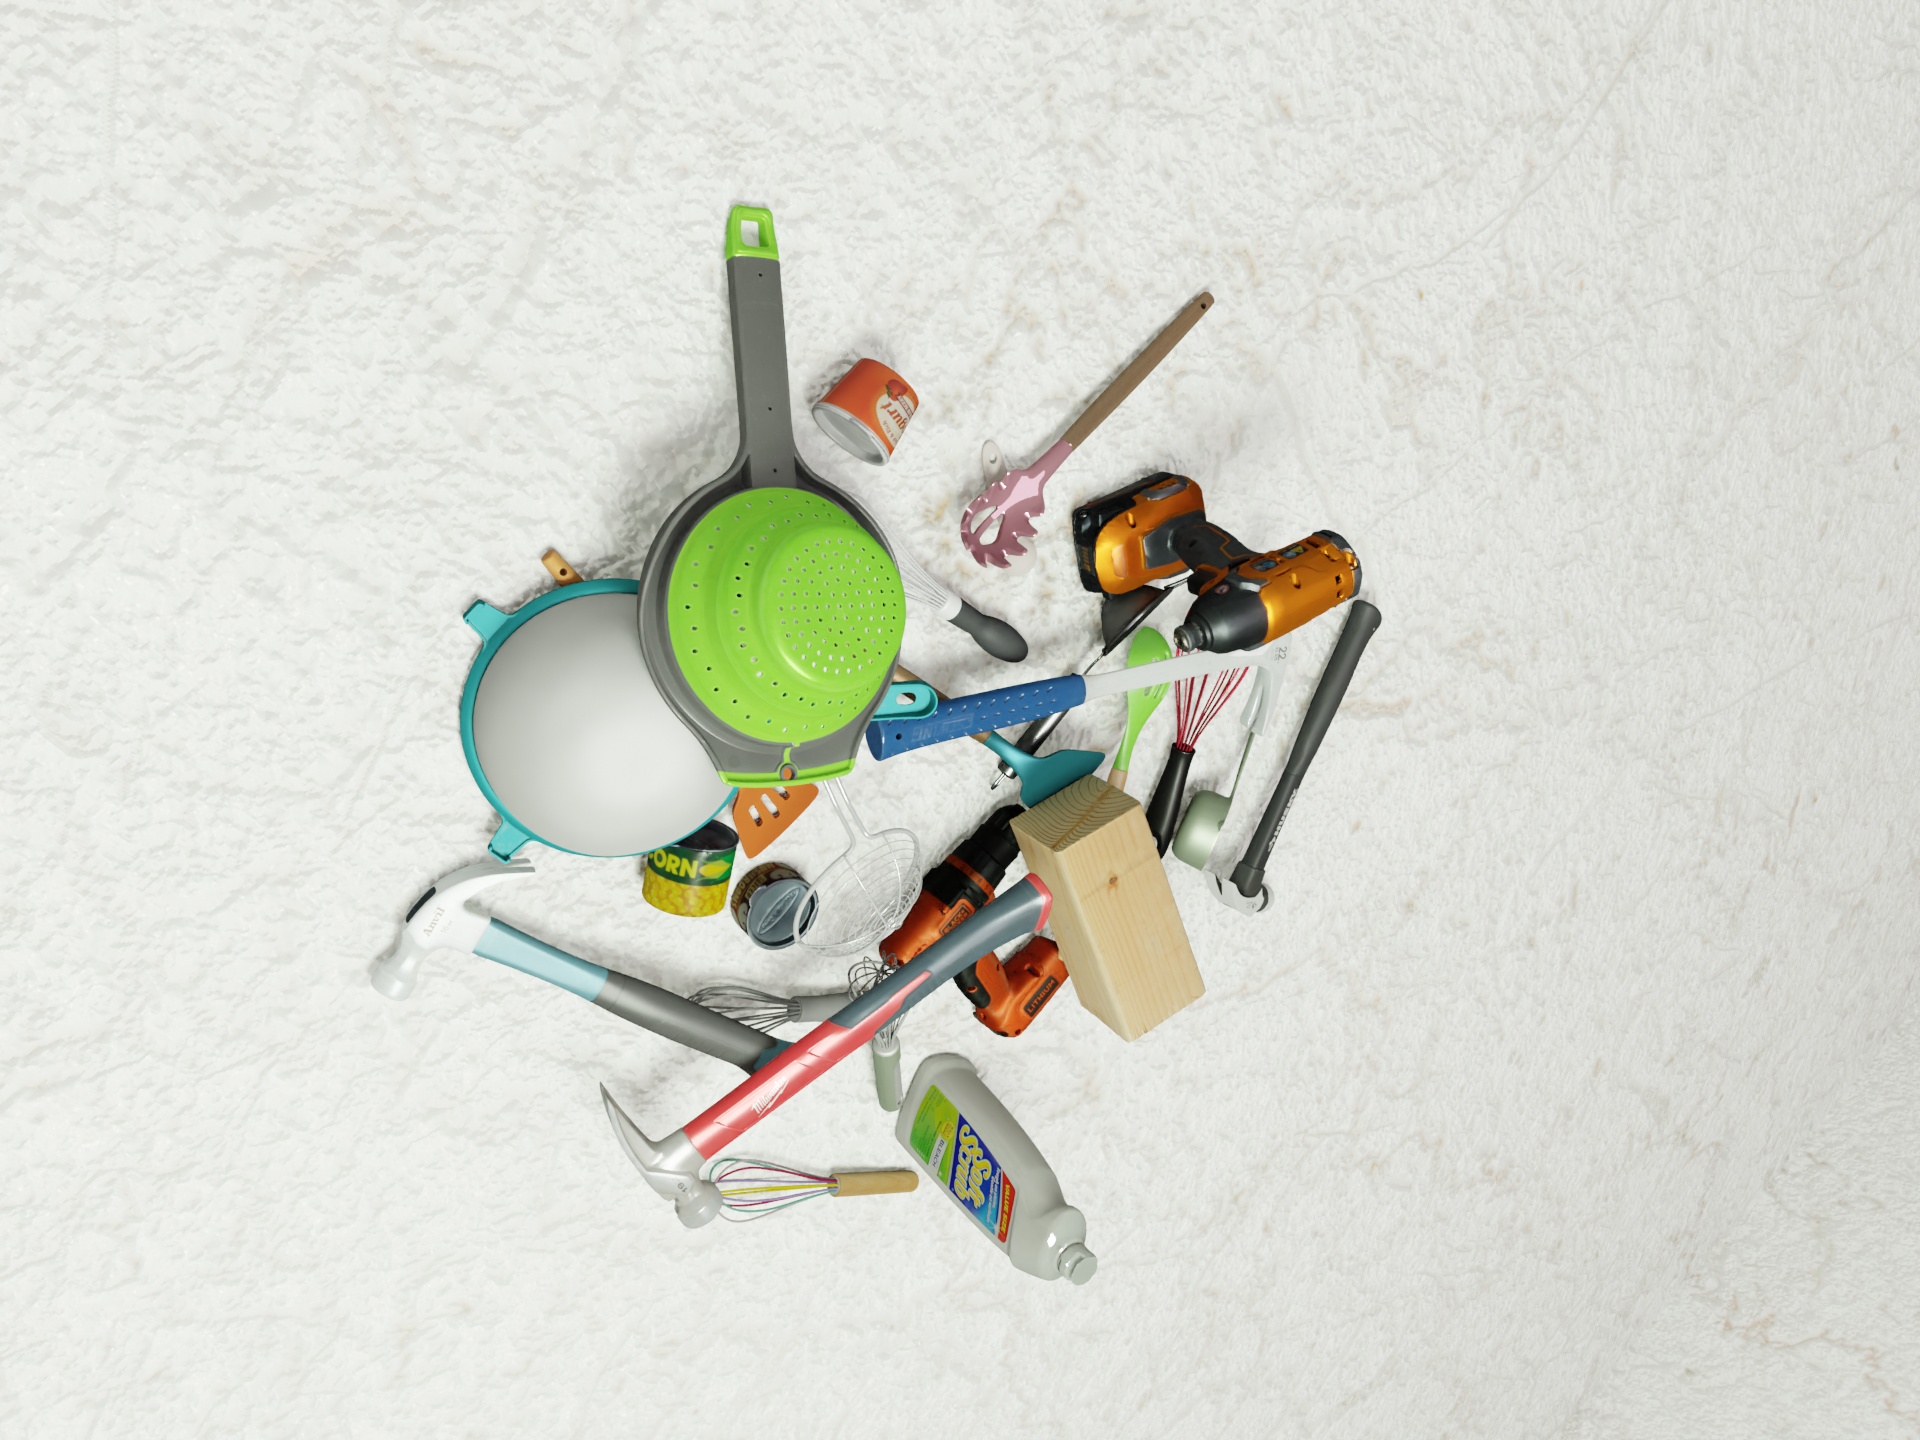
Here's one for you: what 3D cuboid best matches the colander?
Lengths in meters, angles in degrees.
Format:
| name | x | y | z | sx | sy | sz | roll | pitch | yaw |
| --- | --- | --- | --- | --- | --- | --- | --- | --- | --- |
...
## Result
| name | x | y | z | sx | sy | sz | roll | pitch | yaw |
| --- | --- | --- | --- | --- | --- | --- | --- | --- | --- |
| colander | -0.110 | -0.154 | 1.062 | 0.204 | 0.094 | 0.397 | -5 | 91 | -34 |

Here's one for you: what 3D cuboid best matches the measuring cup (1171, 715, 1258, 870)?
| name | x | y | z | sx | sy | sz | roll | pitch | yaw |
| --- | --- | --- | --- | --- | --- | --- | --- | --- | --- |
| measuring cup | 0.249 | 0.064 | 1.547 | 0.083 | 0.038 | 0.168 | 88 | 24 | -73 |

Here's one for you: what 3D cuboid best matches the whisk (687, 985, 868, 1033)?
| name | x | y | z | sx | sy | sz | roll | pitch | yaw |
| --- | --- | --- | --- | --- | --- | --- | --- | --- | --- |
| whisk | -0.140 | 0.250 | 1.355 | 0.238 | 0.055 | 0.055 | 6 | 108 | -42 |

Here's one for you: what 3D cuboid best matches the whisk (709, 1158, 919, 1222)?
| name | x | y | z | sx | sy | sz | roll | pitch | yaw |
| --- | --- | --- | --- | --- | --- | --- | --- | --- | --- |
| whisk | -0.135 | 0.424 | 1.451 | 0.244 | 0.051 | 0.047 | 12 | 125 | -43 |

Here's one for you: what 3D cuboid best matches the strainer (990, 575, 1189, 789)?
| name | x | y | z | sx | sy | sz | roll | pitch | yaw |
| --- | --- | --- | --- | --- | --- | --- | --- | --- | --- |
| strainer | 0.106 | -0.041 | 1.395 | 0.258 | 0.050 | 0.087 | -52 | 174 | 3 |

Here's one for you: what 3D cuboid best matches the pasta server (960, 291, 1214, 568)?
| name | x | y | z | sx | sy | sz | roll | pitch | yaw |
| --- | --- | --- | --- | --- | --- | --- | --- | --- | --- |
| pasta server | 0.107 | -0.242 | 1.291 | 0.316 | 0.040 | 0.060 | -47 | 112 | -13 |

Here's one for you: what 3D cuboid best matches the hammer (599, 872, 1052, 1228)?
| name | x | y | z | sx | sy | sz | roll | pitch | yaw |
| --- | --- | --- | --- | --- | --- | --- | --- | --- | --- |
| hammer | -0.094 | 0.232 | 1.258 | 0.386 | 0.038 | 0.143 | -35 | 115 | -11 |

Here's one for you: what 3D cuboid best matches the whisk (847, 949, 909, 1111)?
| name | x | y | z | sx | sy | sz | roll | pitch | yaw |
| --- | --- | --- | --- | --- | --- | --- | --- | --- | --- |
| whisk | -0.064 | 0.277 | 1.385 | 0.246 | 0.059 | 0.058 | 89 | 14 | -49 |

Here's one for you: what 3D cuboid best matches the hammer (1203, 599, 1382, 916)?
| name | x | y | z | sx | sy | sz | roll | pitch | yaw |
| --- | --- | --- | --- | --- | --- | --- | --- | --- | --- |
| hammer | 0.337 | 0.037 | 1.583 | 0.146 | 0.035 | 0.335 | 16 | 99 | -60 |

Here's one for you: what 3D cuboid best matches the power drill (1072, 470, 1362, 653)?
| name | x | y | z | sx | sy | sz | roll | pitch | yaw |
| --- | --- | --- | --- | --- | --- | --- | --- | --- | --- |
| power drill | 0.188 | -0.122 | 1.289 | 0.164 | 0.227 | 0.084 | -26 | 124 | -23 |

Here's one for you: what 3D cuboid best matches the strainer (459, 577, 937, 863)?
| name | x | y | z | sx | sy | sz | roll | pitch | yaw |
| --- | --- | --- | --- | --- | --- | --- | --- | --- | --- |
| strainer | -0.175 | 0.009 | 1.115 | 0.340 | 0.095 | 0.211 | -5 | 110 | -13 |

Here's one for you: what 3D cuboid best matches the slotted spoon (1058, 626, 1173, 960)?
| name | x | y | z | sx | sy | sz | roll | pitch | yaw |
| --- | --- | --- | --- | --- | --- | --- | --- | --- | --- |
| slotted spoon | 0.139 | 0.069 | 1.445 | 0.070 | 0.031 | 0.314 | 11 | 97 | -52 |

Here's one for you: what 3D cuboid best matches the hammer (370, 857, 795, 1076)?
| name | x | y | z | sx | sy | sz | roll | pitch | yaw |
| --- | --- | --- | --- | --- | --- | --- | --- | --- | --- |
| hammer | -0.265 | 0.208 | 1.212 | 0.330 | 0.033 | 0.128 | 31 | 90 | -29 |

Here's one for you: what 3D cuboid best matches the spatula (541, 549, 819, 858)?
| name | x | y | z | sx | sy | sz | roll | pitch | yaw |
| --- | --- | --- | --- | --- | --- | --- | --- | --- | --- |
| spatula | -0.210 | -0.011 | 1.195 | 0.081 | 0.041 | 0.322 | -45 | 126 | -11 |

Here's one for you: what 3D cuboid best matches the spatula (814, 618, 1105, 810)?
| name | x | y | z | sx | sy | sz | roll | pitch | yaw |
| --- | --- | --- | --- | --- | --- | --- | --- | --- | --- |
| spatula | -0.002 | -0.004 | 1.326 | 0.317 | 0.044 | 0.082 | 34 | 106 | -30 |

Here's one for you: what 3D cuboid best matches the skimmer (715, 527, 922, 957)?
| name | x | y | z | sx | sy | sz | roll | pitch | yaw |
| --- | --- | --- | --- | --- | --- | --- | --- | --- | --- |
| skimmer | -0.126 | 0.020 | 1.232 | 0.127 | 0.090 | 0.363 | -31 | 108 | -28 |

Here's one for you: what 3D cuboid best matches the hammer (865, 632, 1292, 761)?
| name | x | y | z | sx | sy | sz | roll | pitch | yaw |
| --- | --- | --- | --- | --- | --- | --- | --- | --- | --- |
| hammer | 0.111 | -0.022 | 1.332 | 0.405 | 0.035 | 0.144 | -13 | 117 | -25 |

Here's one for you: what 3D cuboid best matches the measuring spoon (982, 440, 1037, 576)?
| name | x | y | z | sx | sy | sz | roll | pitch | yaw |
| --- | --- | --- | --- | --- | --- | --- | --- | --- | --- |
| measuring spoon | 0.040 | -0.171 | 1.298 | 0.034 | 0.018 | 0.124 | -31 | 125 | -20 |

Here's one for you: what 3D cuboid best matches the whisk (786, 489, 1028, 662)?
| name | x | y | z | sx | sy | sz | roll | pitch | yaw |
| --- | --- | --- | --- | --- | --- | --- | --- | --- | --- |
| whisk | -0.031 | -0.106 | 1.257 | 0.284 | 0.070 | 0.070 | 29 | 93 | -45 |

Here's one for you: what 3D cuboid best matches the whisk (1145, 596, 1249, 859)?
| name | x | y | z | sx | sy | sz | roll | pitch | yaw |
| --- | --- | --- | --- | --- | --- | --- | --- | --- | --- |
| whisk | 0.214 | 0.008 | 1.486 | 0.073 | 0.073 | 0.295 | -2 | 118 | -35 |
